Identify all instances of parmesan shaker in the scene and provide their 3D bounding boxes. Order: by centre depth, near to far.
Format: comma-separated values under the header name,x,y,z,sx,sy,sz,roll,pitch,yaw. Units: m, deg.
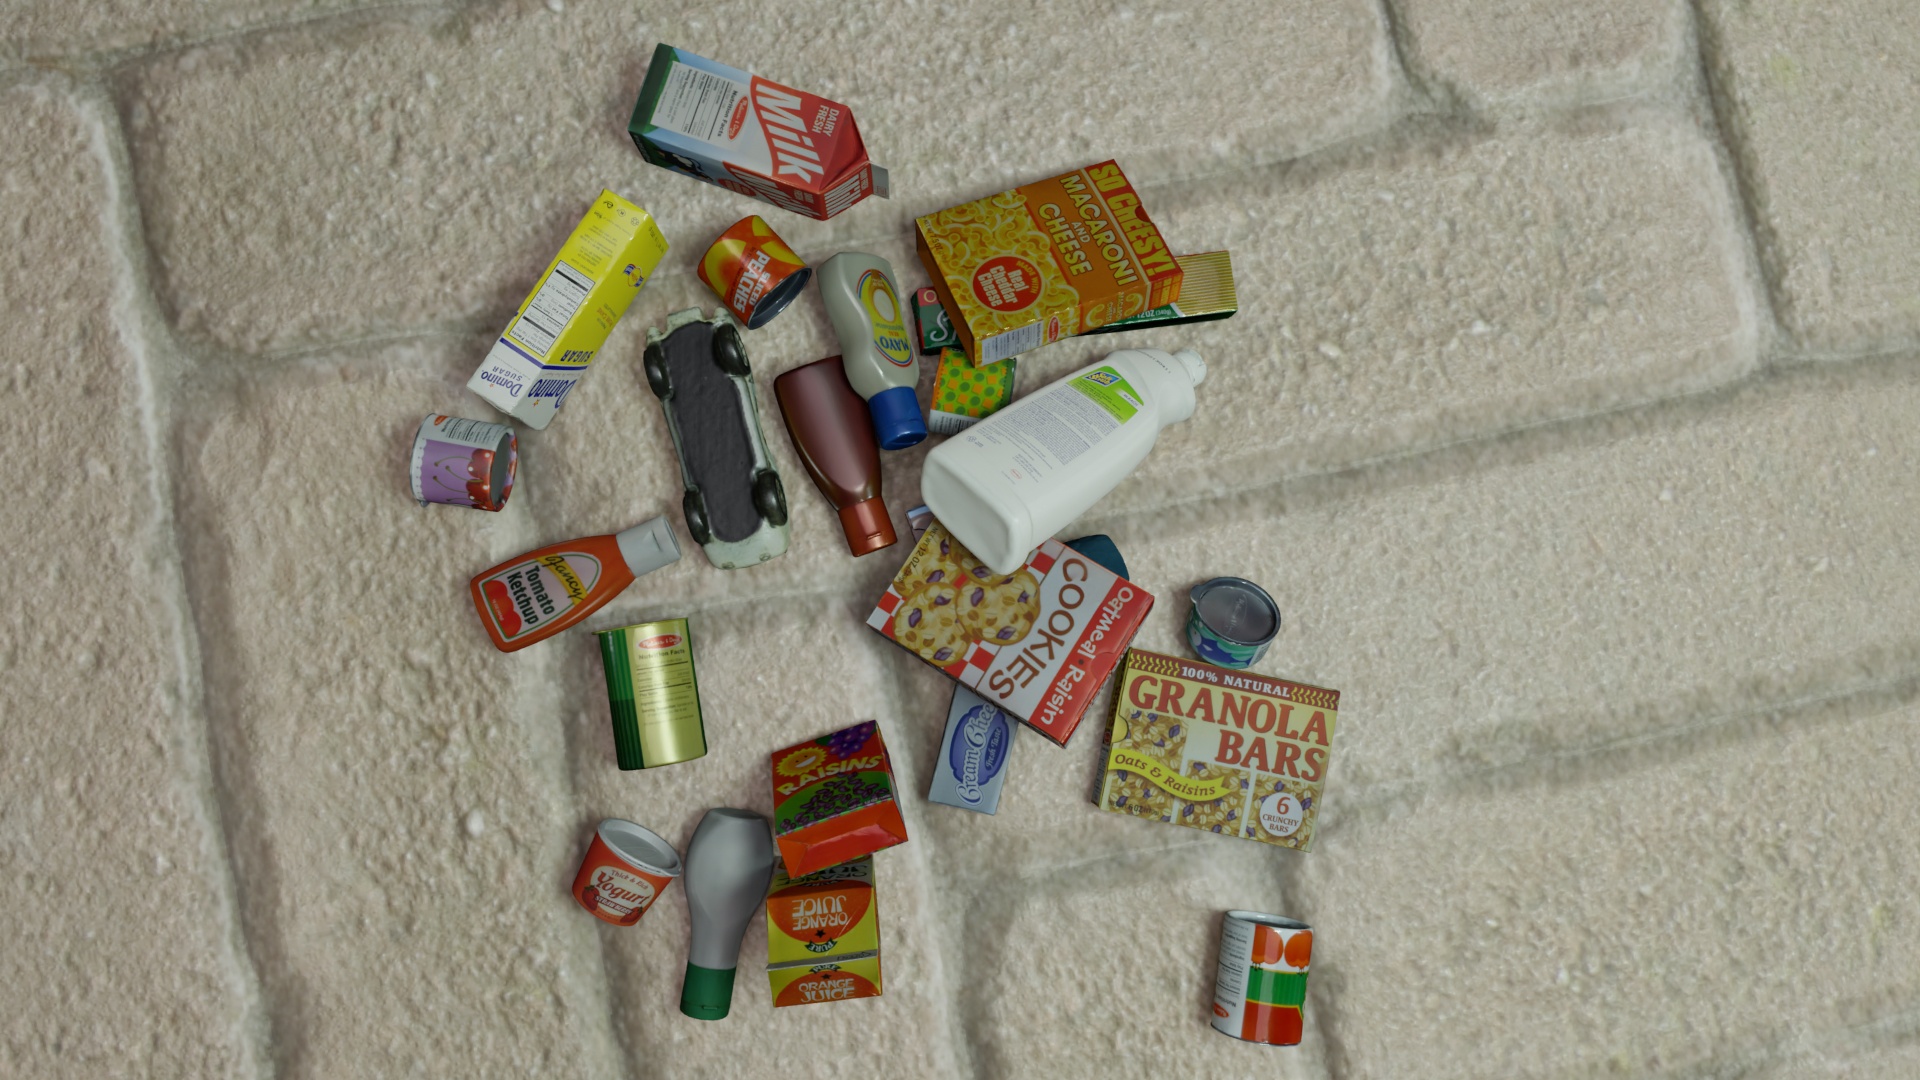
name,x,y,z,sx,sy,sz,roll,pitch,yaw
parmesan shaker,-0.228,0.113,1.018,0.071,0.071,0.103,-9,87,-3

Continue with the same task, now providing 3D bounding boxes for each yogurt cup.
name,x,y,z,sx,sy,sz,roll,pitch,yaw
yogurt cup,-0.246,0.243,1.011,0.072,0.072,0.054,32,93,0

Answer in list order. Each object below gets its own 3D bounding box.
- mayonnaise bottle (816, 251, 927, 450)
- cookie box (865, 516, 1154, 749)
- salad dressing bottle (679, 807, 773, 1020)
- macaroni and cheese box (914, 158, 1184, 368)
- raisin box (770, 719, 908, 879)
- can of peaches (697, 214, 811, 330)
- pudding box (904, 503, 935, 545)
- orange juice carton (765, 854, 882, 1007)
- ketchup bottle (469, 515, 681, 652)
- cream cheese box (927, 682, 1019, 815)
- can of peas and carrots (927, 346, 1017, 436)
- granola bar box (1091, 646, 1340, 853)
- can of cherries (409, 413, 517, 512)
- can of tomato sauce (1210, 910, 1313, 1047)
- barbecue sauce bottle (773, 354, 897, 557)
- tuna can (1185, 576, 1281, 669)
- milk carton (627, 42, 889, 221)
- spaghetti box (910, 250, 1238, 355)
name,x,y,z,sx,sy,sz,roll,pitch,yaw
mayonnaise bottle,-0.062,-0.142,1.040,0.041,0.065,0.148,-27,74,38
cookie box,0.036,0.053,0.994,0.167,0.040,0.123,30,81,16
salad dressing bottle,-0.176,0.274,1.021,0.064,0.044,0.147,11,87,-20
macaroni and cheese box,0.065,-0.210,1.041,0.167,0.040,0.124,-20,63,-10
raisin box,-0.088,0.182,0.991,0.086,0.124,0.040,-19,111,-3
can of peaches,-0.156,-0.202,1.044,0.071,0.071,0.058,-43,88,-5
pudding box,0.004,-0.013,1.058,0.084,0.030,0.049,-21,88,-4
orange juice carton,-0.092,0.265,0.952,0.072,0.192,0.073,-5,88,-4
ketchup bottle,-0.283,0.027,1.035,0.149,0.043,0.064,-24,87,-5
cream cheese box,0.013,0.150,1.038,0.053,0.024,0.103,14,99,-2
can of peas and carrots,0.009,-0.112,1.049,0.059,0.071,0.071,10,86,-2
granola bar box,0.193,0.157,1.051,0.166,0.039,0.124,12,85,-2
can of cherries,-0.366,-0.055,1.027,0.058,0.071,0.071,9,86,-3
can of tomato sauce,0.225,0.322,1.027,0.071,0.071,0.083,8,85,-2
barbecue sauce bottle,-0.089,-0.062,1.051,0.065,0.043,0.148,-20,88,-10
tuna can,0.202,0.061,1.046,0.071,0.032,0.071,6,48,-7
milk carton,-0.144,-0.300,1.052,0.191,0.072,0.073,18,85,0
spaghetti box,0.088,-0.183,1.076,0.250,0.028,0.050,-8,85,-4
